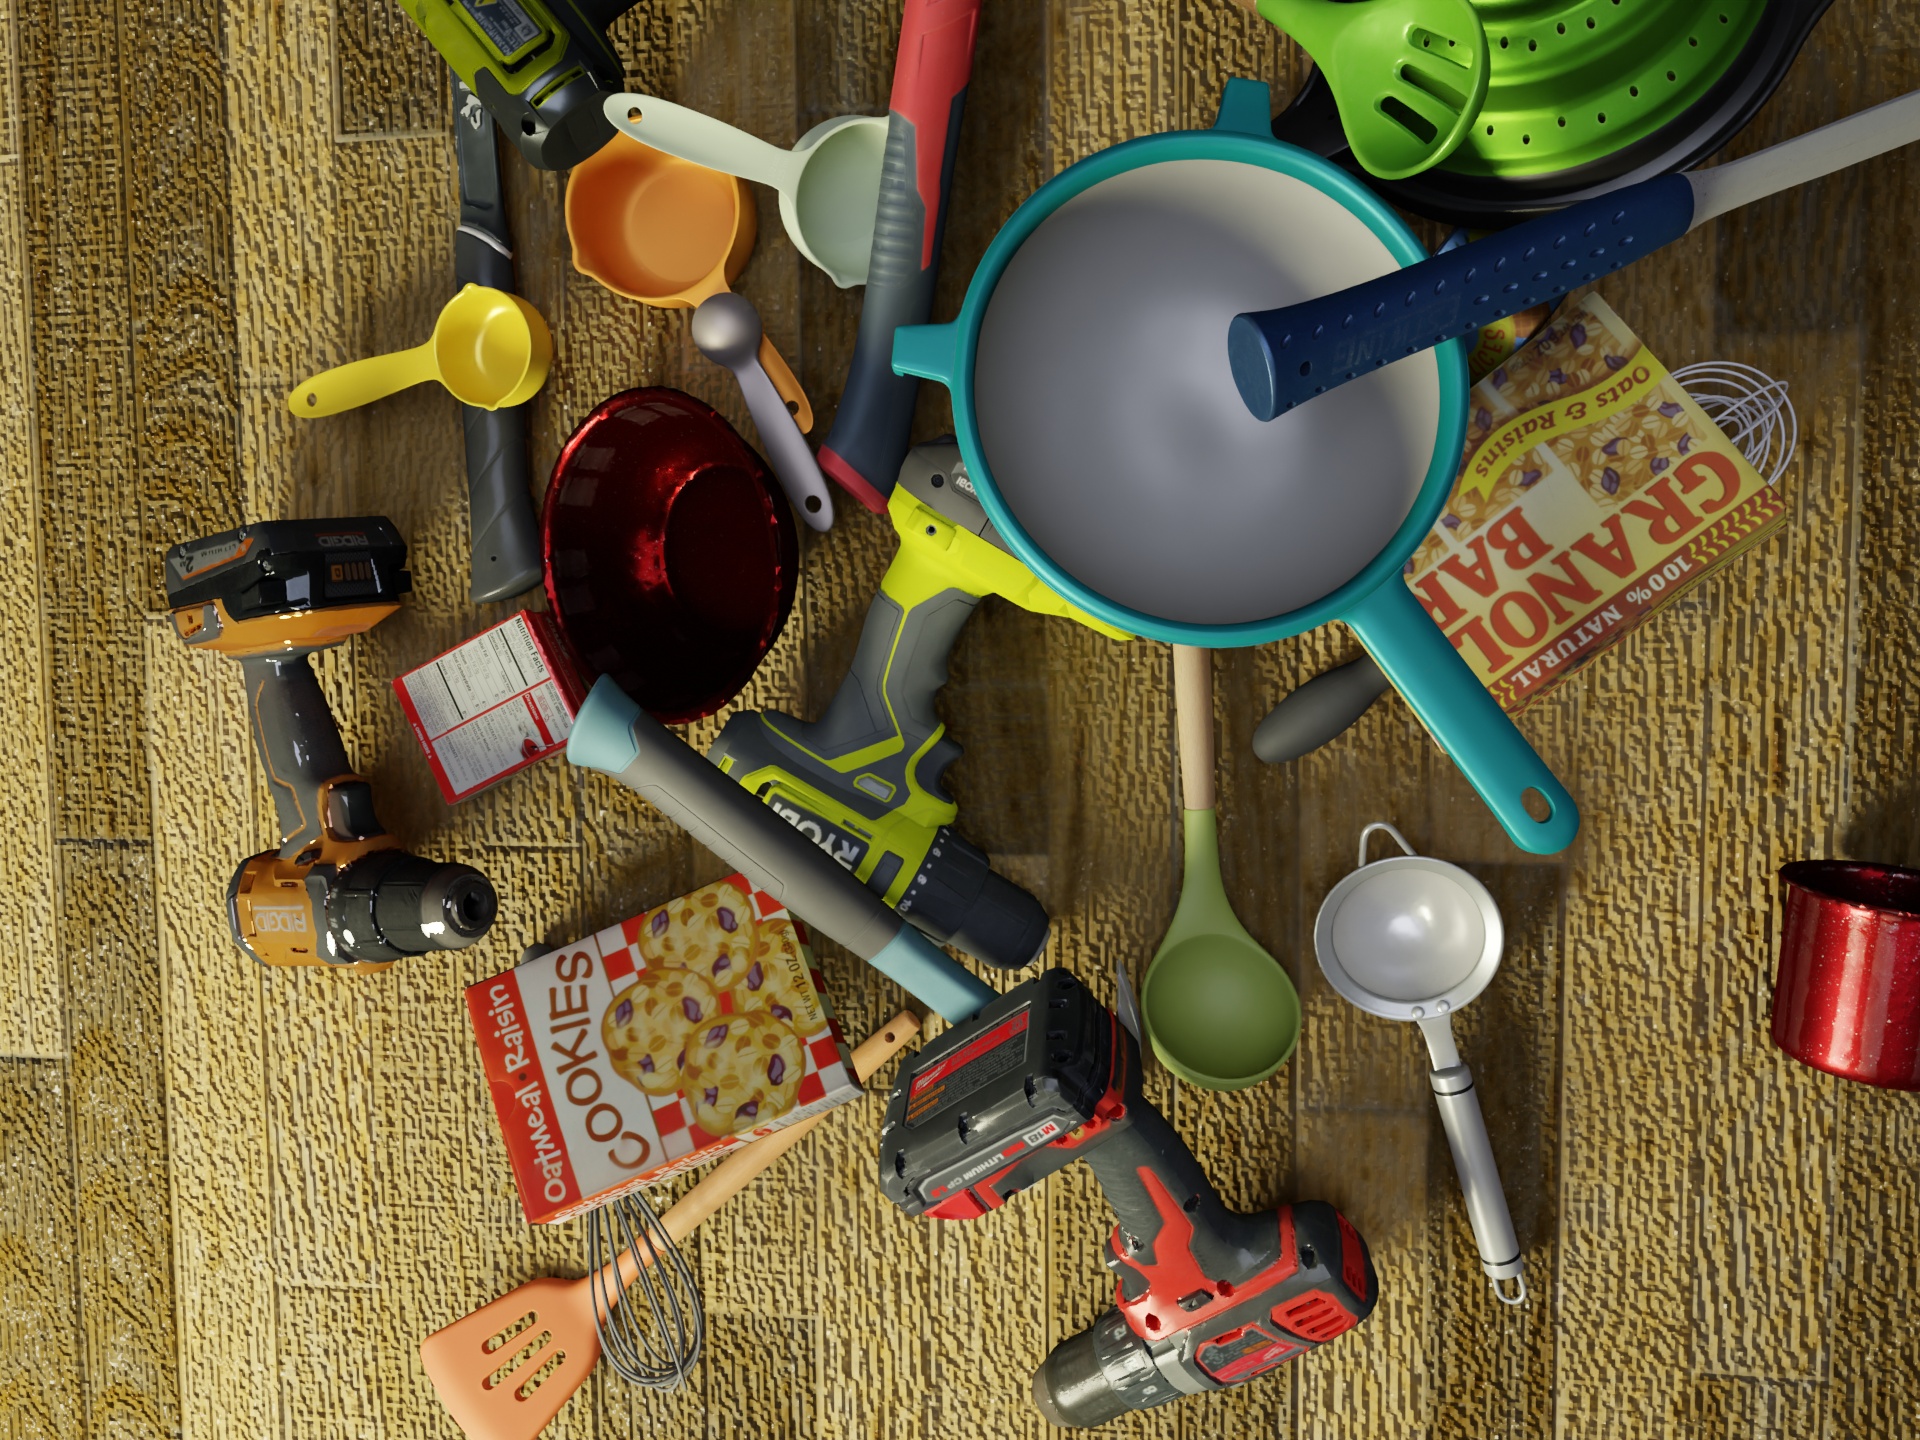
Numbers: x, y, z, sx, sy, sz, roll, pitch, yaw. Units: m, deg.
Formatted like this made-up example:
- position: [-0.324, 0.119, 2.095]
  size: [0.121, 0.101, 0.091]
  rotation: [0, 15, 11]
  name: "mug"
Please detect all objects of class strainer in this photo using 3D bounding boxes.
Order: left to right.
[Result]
- position: [0.138, -0.082, 0.680]
  size: [0.211, 0.095, 0.340]
  rotation: [-38, 91, -5]
  name: "strainer"
- position: [0.232, 0.164, 0.765]
  size: [0.087, 0.050, 0.258]
  rotation: [-15, 98, 16]
  name: "strainer"

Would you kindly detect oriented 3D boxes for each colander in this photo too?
- position: [0.169, -0.285, 0.684]
  size: [0.397, 0.094, 0.205]
  rotation: [-24, 63, 20]
  name: "colander"

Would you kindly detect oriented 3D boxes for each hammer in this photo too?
- position: [-0.250, -0.265, 0.812]
  size: [0.149, 0.036, 0.409]
  rotation: [-2, 94, 10]
  name: "hammer"
- position: [-0.047, 0.095, 0.744]
  size: [0.330, 0.033, 0.128]
  rotation: [39, 115, -15]
  name: "hammer"
- position: [0.000, -0.284, 0.728]
  size: [0.143, 0.038, 0.386]
  rotation: [-3, 115, -28]
  name: "hammer"
- position: [0.294, -0.201, 0.630]
  size: [0.405, 0.035, 0.143]
  rotation: [-22, 133, -9]
  name: "hammer"

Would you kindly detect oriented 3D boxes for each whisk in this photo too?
- position: [-0.183, 0.225, 0.814]
  size: [0.055, 0.055, 0.239]
  rotation: [-26, 73, 10]
  name: "whisk"
- position: [0.255, -0.065, 0.739]
  size: [0.284, 0.070, 0.070]
  rotation: [-37, 88, 15]
  name: "whisk"

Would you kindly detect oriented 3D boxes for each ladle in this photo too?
- position: [0.117, 0.016, 0.761]
  size: [0.078, 0.062, 0.320]
  rotation: [-4, 93, -8]
  name: "ladle"

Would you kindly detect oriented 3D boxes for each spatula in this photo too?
- position: [-0.144, 0.259, 0.832]
  size: [0.322, 0.041, 0.081]
  rotation: [-42, 78, 8]
  name: "spatula"

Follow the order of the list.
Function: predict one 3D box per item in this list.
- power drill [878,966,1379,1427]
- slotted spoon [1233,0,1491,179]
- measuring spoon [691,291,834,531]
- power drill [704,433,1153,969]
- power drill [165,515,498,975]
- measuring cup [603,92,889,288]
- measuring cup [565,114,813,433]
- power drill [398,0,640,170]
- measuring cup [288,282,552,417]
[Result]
- position: [0.061, 0.242, 0.749]
  size: [0.188, 0.080, 0.226]
  rotation: [-36, 110, 23]
  name: "power drill"
- position: [0.117, -0.317, 0.672]
  size: [0.314, 0.031, 0.070]
  rotation: [54, 134, 36]
  name: "slotted spoon"
- position: [-0.093, -0.146, 0.759]
  size: [0.034, 0.018, 0.124]
  rotation: [-25, 97, 16]
  name: "measuring spoon"
- position: [-0.001, -0.002, 0.770]
  size: [0.190, 0.080, 0.228]
  rotation: [30, 101, -5]
  name: "power drill"
- position: [-0.310, 0.015, 0.792]
  size: [0.185, 0.084, 0.226]
  rotation: [-5, 95, 38]
  name: "power drill"
- position: [-0.089, -0.259, 0.743]
  size: [0.167, 0.038, 0.083]
  rotation: [11, 109, -29]
  name: "measuring cup"
- position: [-0.120, -0.214, 0.788]
  size: [0.095, 0.052, 0.173]
  rotation: [-34, 93, 10]
  name: "measuring cup"
- position: [-0.161, -0.387, 0.738]
  size: [0.223, 0.080, 0.171]
  rotation: [-39, 87, -6]
  name: "power drill"
- position: [-0.272, -0.175, 0.800]
  size: [0.156, 0.029, 0.062]
  rotation: [-9, 93, 24]
  name: "measuring cup"
